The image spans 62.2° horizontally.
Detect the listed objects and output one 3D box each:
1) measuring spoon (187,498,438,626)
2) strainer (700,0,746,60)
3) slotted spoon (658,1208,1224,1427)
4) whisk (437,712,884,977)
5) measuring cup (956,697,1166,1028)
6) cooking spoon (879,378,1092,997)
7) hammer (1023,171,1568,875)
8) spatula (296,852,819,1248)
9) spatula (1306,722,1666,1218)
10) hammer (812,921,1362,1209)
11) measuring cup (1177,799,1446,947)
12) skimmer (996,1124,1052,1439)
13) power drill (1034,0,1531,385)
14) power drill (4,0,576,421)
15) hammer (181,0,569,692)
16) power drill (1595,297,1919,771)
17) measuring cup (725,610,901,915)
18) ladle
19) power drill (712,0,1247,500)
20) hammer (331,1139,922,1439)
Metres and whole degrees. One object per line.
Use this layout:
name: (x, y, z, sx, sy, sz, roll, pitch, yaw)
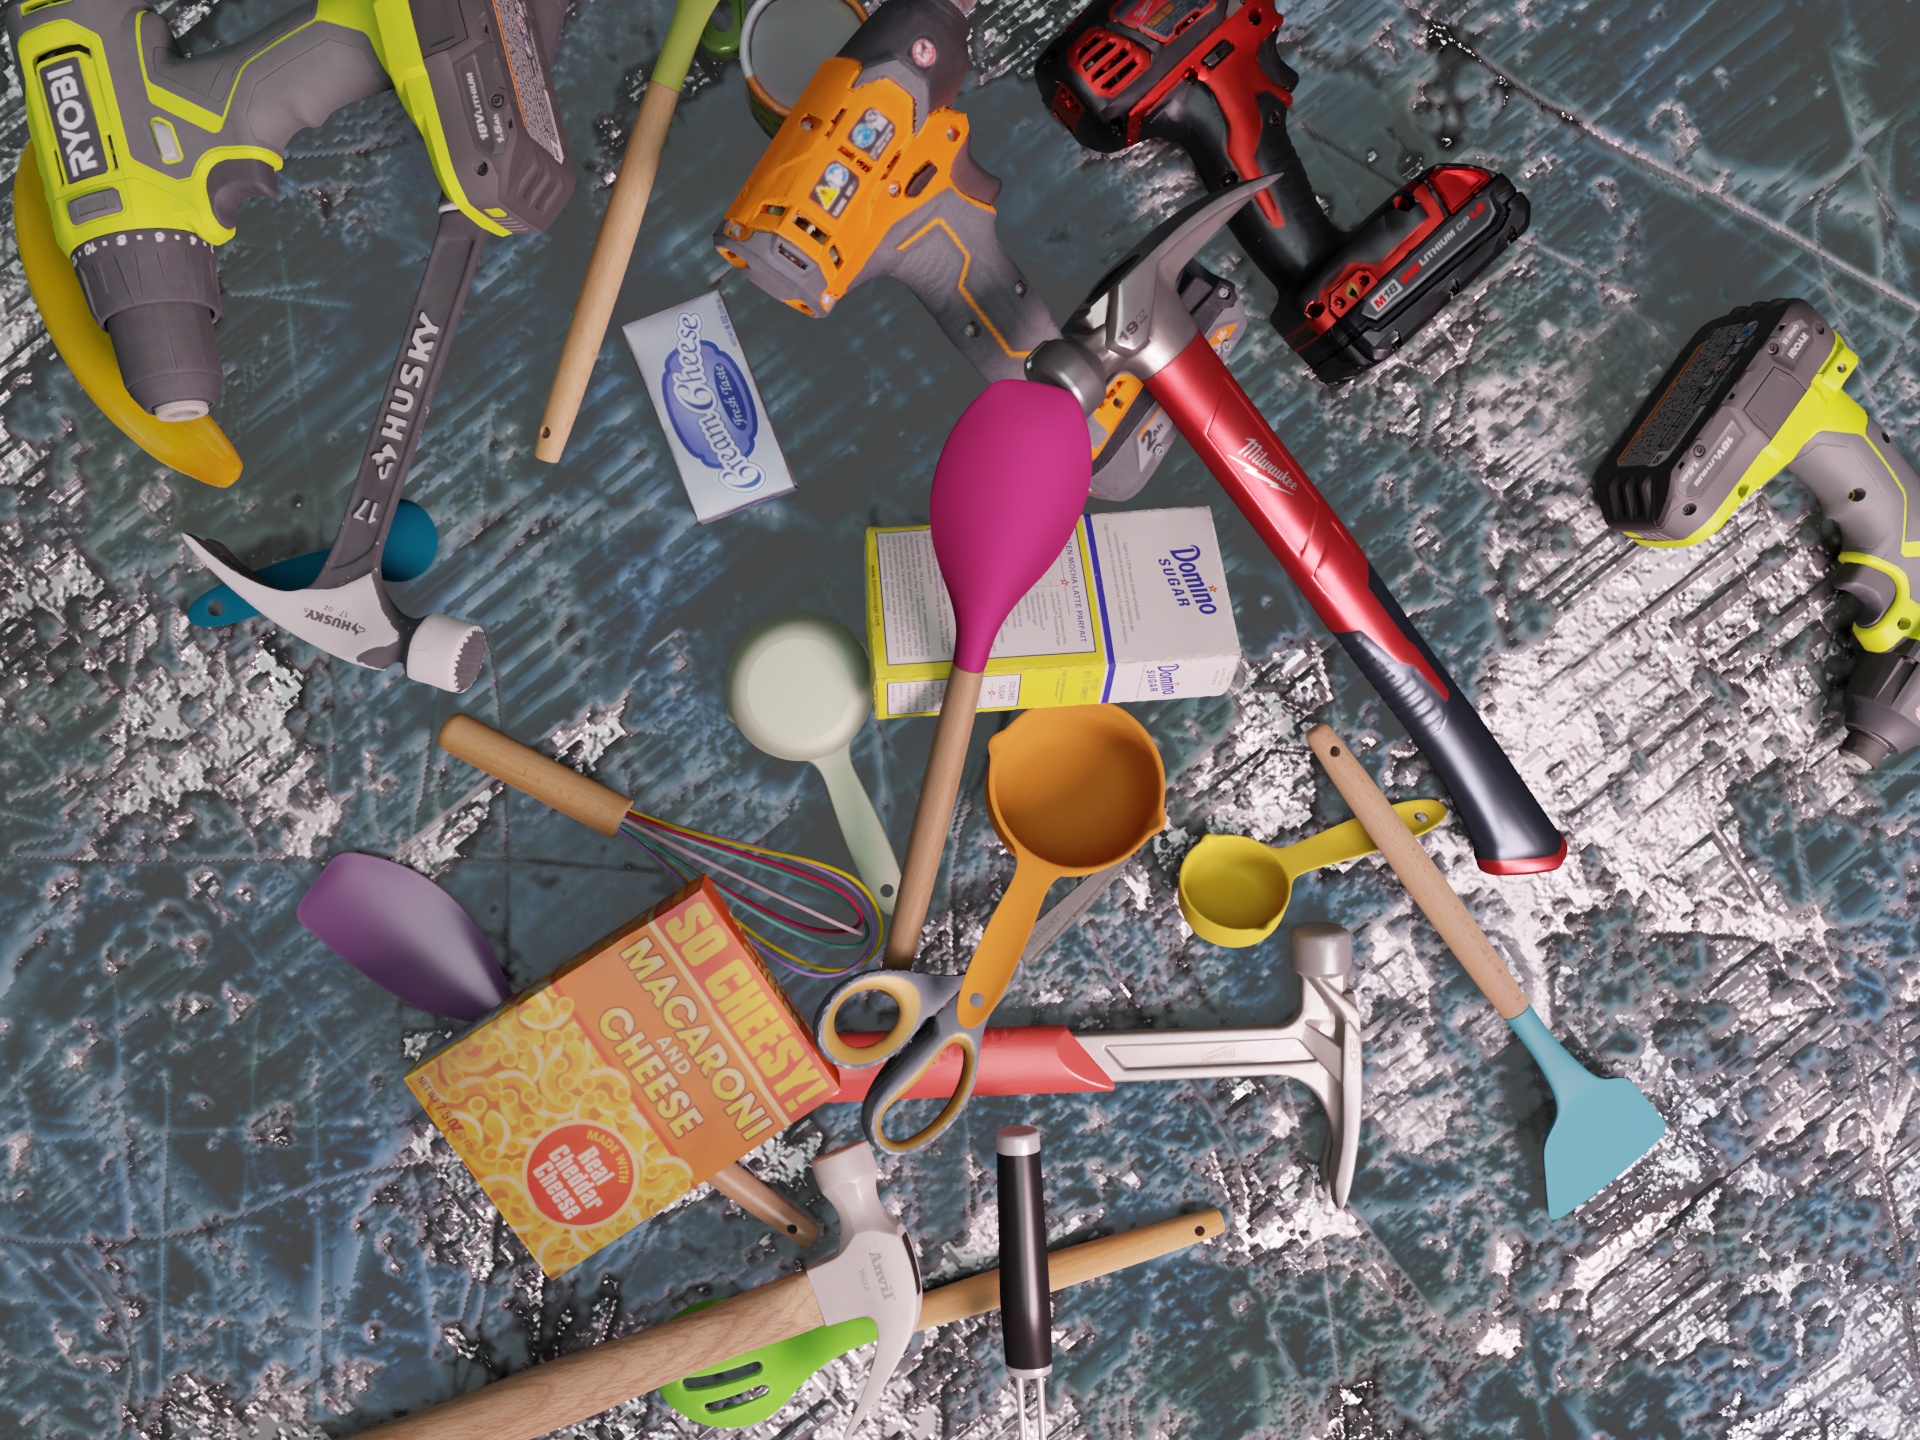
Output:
measuring spoon: (-0.322, -0.073, 0.784, 0.128, 0.021, 0.042, -22, 96, -4)
strainer: (-0.120, -0.449, 0.742, 0.151, 0.069, 0.256, -3, 94, -4)
slotted spoon: (-0.011, 0.308, 0.841, 0.313, 0.031, 0.070, -15, 92, -4)
whisk: (-0.148, 0.056, 0.801, 0.245, 0.051, 0.047, 28, 127, -1)
measuring cup: (0.037, 0.072, 0.793, 0.095, 0.052, 0.174, 25, 80, 1)
cooking spoon: (-0.001, -0.002, 0.740, 0.068, 0.017, 0.318, 9, 116, -10)
hammer: (0.198, -0.072, 0.770, 0.143, 0.038, 0.386, -45, 112, -7)
spatula: (-0.200, 0.174, 0.819, 0.316, 0.018, 0.060, 39, 92, -6)
spatula: (0.268, 0.129, 0.828, 0.082, 0.044, 0.317, -37, 99, -3)
hammer: (0.030, 0.186, 0.828, 0.359, 0.037, 0.149, -2, 95, -5)
measuring cup: (0.185, 0.076, 0.833, 0.156, 0.029, 0.062, -17, 56, -15)
skimmer: (0.036, 0.386, 0.832, 0.127, 0.090, 0.363, -3, 91, 0)
power drill: (0.172, -0.300, 0.777, 0.188, 0.080, 0.226, -43, 94, 0)
power drill: (-0.298, -0.250, 0.712, 0.228, 0.080, 0.190, -14, 91, 7)
hammer: (-0.244, -0.228, 0.760, 0.149, 0.036, 0.409, 18, 89, 5)
power drill: (0.449, -0.093, 0.815, 0.223, 0.080, 0.171, 35, 92, -9)
measuring cup: (-0.064, 0.025, 0.804, 0.083, 0.038, 0.167, -23, 94, -2)
ladle: (-0.153, -0.272, 0.740, 0.078, 0.062, 0.320, 28, 106, 20)
power drill: (0.021, -0.223, 0.741, 0.226, 0.084, 0.164, 32, 92, -22)
hammer: (-0.175, 0.333, 0.807, 0.331, 0.031, 0.130, -23, 81, 6)
